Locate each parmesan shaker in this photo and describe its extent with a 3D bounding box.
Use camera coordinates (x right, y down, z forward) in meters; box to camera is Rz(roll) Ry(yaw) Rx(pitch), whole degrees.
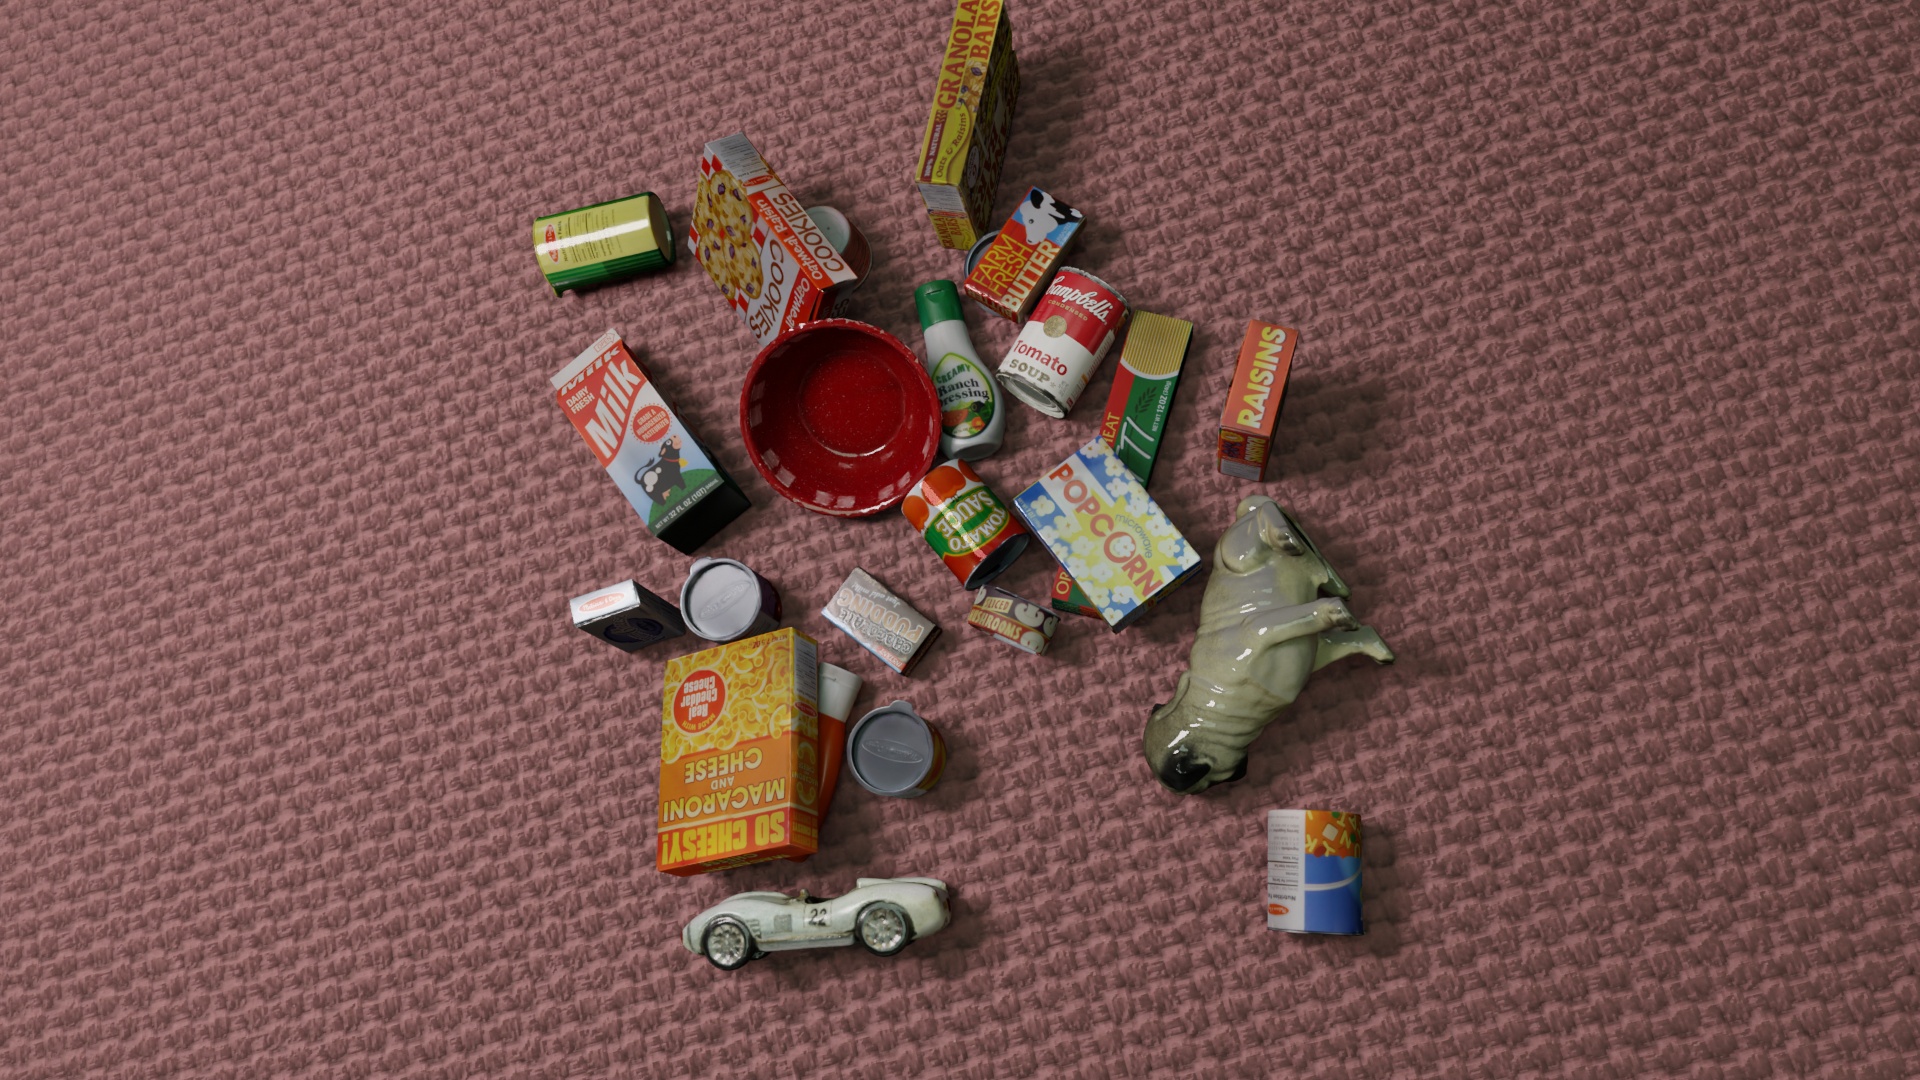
[{"bbox_3d":[-0.305,-0.254,1.196,0.103,0.071,0.071,-11,75,6],"label":"parmesan shaker"}]

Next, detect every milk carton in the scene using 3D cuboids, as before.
[{"bbox_3d":[-0.262,-0.087,1.144,0.072,0.073,0.191,-39,73,-1],"label":"milk carton"}]

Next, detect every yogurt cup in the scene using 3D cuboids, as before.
[{"bbox_3d":[-0.113,-0.245,1.168,0.072,0.054,0.072,-2,77,9],"label":"yogurt cup"}]

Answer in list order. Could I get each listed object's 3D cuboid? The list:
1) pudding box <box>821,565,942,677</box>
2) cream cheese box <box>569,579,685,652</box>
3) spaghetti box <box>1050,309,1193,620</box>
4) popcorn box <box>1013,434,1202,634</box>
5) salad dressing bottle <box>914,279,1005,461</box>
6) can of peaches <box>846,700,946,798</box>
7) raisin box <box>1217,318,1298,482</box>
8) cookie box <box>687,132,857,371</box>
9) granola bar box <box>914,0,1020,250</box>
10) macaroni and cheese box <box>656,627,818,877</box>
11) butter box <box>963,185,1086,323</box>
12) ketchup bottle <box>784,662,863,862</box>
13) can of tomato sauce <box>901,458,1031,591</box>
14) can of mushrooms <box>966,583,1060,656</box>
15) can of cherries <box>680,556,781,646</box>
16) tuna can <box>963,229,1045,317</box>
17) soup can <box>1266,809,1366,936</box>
[{"bbox_3d":[-0.063,0.064,1.097,0.084,0.030,0.050,36,86,16],"label":"pudding box"},{"bbox_3d":[-0.260,0.061,1.092,0.053,0.103,0.024,-18,72,4],"label":"cream cheese box"},{"bbox_3d":[0.128,-0.061,1.097,0.050,0.028,0.250,15,79,12],"label":"spaghetti box"},{"bbox_3d":[0.111,-0.005,1.050,0.085,0.038,0.127,-37,74,-1],"label":"popcorn box"},{"bbox_3d":[-0.005,-0.139,1.130,0.064,0.044,0.148,-15,74,4],"label":"salad dressing bottle"},{"bbox_3d":[-0.047,0.160,1.057,0.071,0.058,0.071,-2,76,9],"label":"can of peaches"},{"bbox_3d":[0.222,-0.103,1.043,0.040,0.123,0.086,16,80,12],"label":"raisin box"},{"bbox_3d":[-0.158,-0.228,1.135,0.040,0.122,0.168,-27,71,-31],"label":"cookie box"},{"bbox_3d":[0.010,-0.337,1.134,0.039,0.124,0.166,10,79,11],"label":"granola bar box"},{"bbox_3d":[-0.167,0.161,1.051,0.123,0.040,0.167,-16,61,24],"label":"macaroni and cheese box"},{"bbox_3d":[0.053,-0.230,1.117,0.053,0.024,0.103,33,83,14],"label":"butter box"},{"bbox_3d":[-0.120,0.169,1.074,0.065,0.043,0.149,19,80,21],"label":"ketchup bottle"},{"bbox_3d":[0.004,-0.014,1.084,0.071,0.071,0.083,-40,74,-2],"label":"can of tomato sauce"},{"bbox_3d":[0.039,0.060,1.061,0.071,0.071,0.033,23,83,14],"label":"can of mushrooms"},{"bbox_3d":[-0.182,0.049,1.106,0.071,0.058,0.071,-2,77,10],"label":"can of cherries"},{"bbox_3d":[0.038,-0.222,1.149,0.071,0.032,0.071,-2,76,9],"label":"tuna can"},{"bbox_3d":[0.254,0.236,0.987,0.071,0.071,0.084,1,77,10],"label":"soup can"}]
